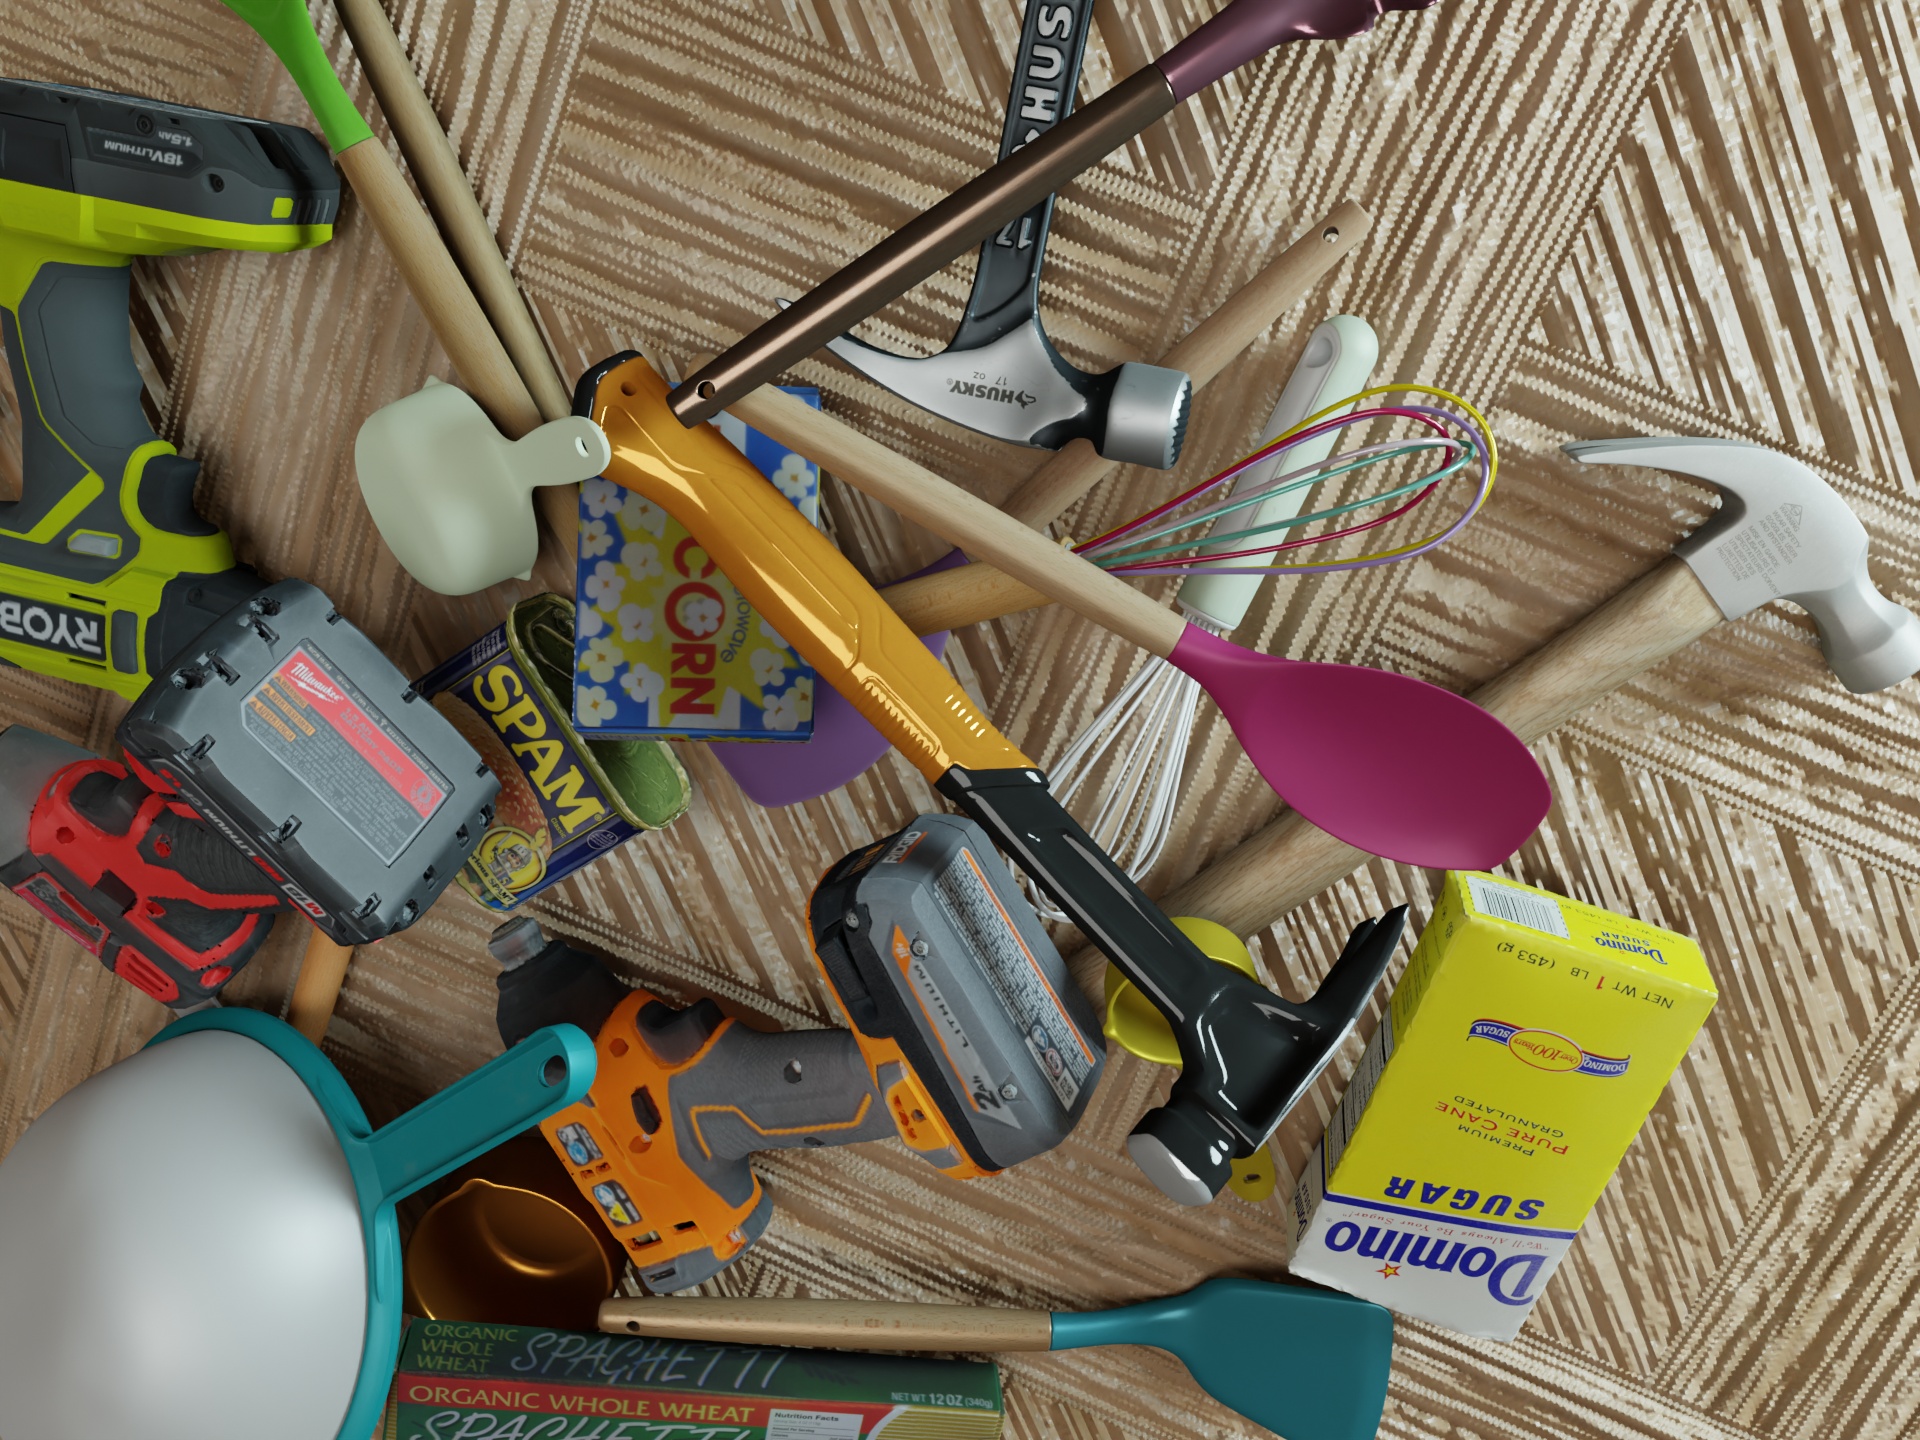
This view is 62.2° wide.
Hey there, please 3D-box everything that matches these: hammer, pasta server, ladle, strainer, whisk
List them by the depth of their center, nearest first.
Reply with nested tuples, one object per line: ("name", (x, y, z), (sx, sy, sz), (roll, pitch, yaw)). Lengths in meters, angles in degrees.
("pasta server", (0.040, -0.183, 0.490), (0.316, 0.040, 0.060), (-32, 95, 6))
("hammer", (0.040, -0.296, 0.517), (0.149, 0.036, 0.409), (13, 103, 12))
("hammer", (-0.001, -0.002, 0.537), (0.337, 0.034, 0.127), (45, 65, 2))
("whisk", (0.058, -0.063, 0.547), (0.245, 0.051, 0.047), (-13, 123, 25))
("ladle", (-0.213, -0.235, 0.569), (0.078, 0.062, 0.320), (-18, 104, 23))
("whisk", (0.085, -0.032, 0.579), (0.059, 0.058, 0.246), (18, 105, -32))
("hammer", (0.168, 0.017, 0.585), (0.331, 0.031, 0.130), (-37, 96, 16))
("strainer", (-0.279, 0.194, 0.603), (0.340, 0.095, 0.211), (-32, 71, 27))

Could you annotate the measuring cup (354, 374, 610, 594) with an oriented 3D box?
("measuring cup", (-0.168, -0.082, 0.553), (0.038, 0.168, 0.083), (-31, 108, -30))

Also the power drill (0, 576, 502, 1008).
("power drill", (-0.287, 0.033, 0.589), (0.219, 0.079, 0.143), (-18, 121, 38))

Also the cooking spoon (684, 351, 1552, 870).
("cooking spoon", (0.050, -0.040, 0.528), (0.319, 0.017, 0.068), (29, 125, 0))

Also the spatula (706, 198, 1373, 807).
("spatula", (0.025, -0.074, 0.590), (0.316, 0.018, 0.060), (-41, 86, 17))

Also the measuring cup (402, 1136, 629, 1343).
("measuring cup", (-0.225, 0.230, 0.685), (0.173, 0.052, 0.095), (-11, 106, 9))

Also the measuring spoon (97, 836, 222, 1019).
("measuring spoon", (-0.347, 0.100, 0.697), (0.034, 0.018, 0.124), (-22, 106, 15))

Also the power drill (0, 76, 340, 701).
("power drill", (-0.308, -0.117, 0.604), (0.171, 0.080, 0.223), (13, 109, 6))

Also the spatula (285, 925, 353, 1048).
("spatula", (-0.291, 0.142, 0.682), (0.081, 0.041, 0.322), (30, 106, 26))

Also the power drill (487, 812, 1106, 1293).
("power drill", (-0.078, 0.120, 0.610), (0.226, 0.084, 0.164), (-27, 99, 28))

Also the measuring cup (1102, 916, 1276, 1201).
("measuring cup", (0.097, 0.133, 0.613), (0.062, 0.029, 0.156), (-17, 128, 10))

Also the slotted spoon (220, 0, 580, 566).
("slotted spoon", (-0.200, -0.178, 0.563), (0.070, 0.031, 0.313), (-9, 117, 40))

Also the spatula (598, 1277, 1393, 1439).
("spatula", (0.012, 0.254, 0.647), (0.317, 0.044, 0.082), (3, 109, -4))
